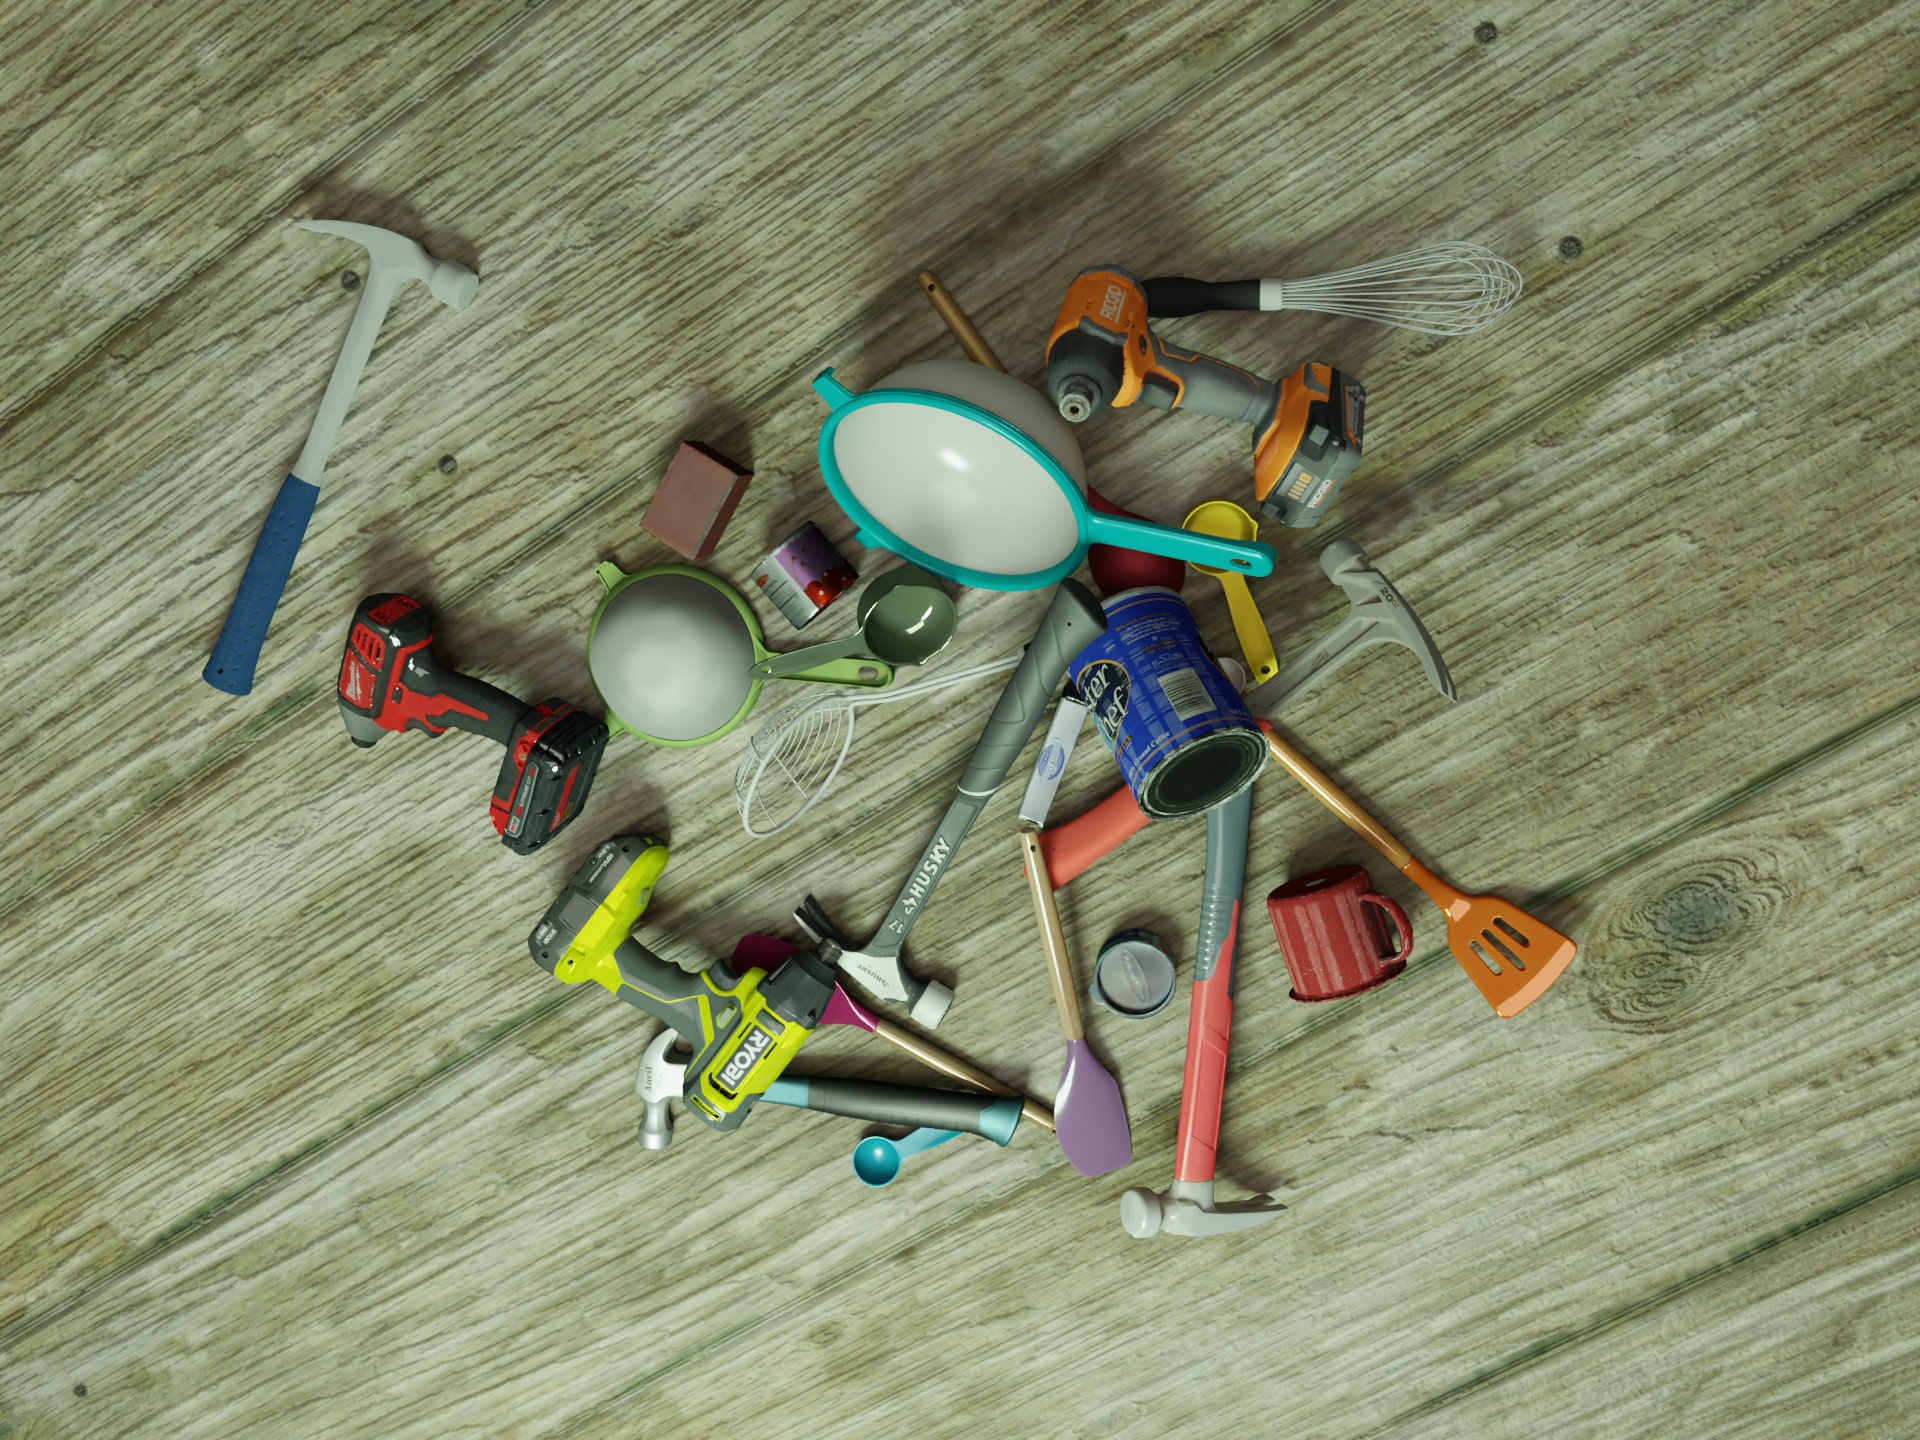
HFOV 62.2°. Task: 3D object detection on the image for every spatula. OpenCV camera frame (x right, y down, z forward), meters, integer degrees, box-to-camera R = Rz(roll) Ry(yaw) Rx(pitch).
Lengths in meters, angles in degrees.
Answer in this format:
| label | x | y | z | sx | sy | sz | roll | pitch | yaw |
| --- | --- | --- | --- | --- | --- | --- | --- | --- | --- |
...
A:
| label | x | y | z | sx | sy | sz | roll | pitch | yaw |
| --- | --- | --- | --- | --- | --- | --- | --- | --- | --- |
| spatula | 0.327 | 0.095 | 1.227 | 0.322 | 0.041 | 0.081 | 42 | 100 | 0 |
| spatula | 0.084 | 0.230 | 1.270 | 0.060 | 0.018 | 0.315 | -15 | 108 | -7 |

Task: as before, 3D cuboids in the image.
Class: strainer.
| label | x | y | z | sx | sy | sz | roll | pitch | yaw |
| --- | --- | --- | --- | --- | --- | --- | --- | --- | --- |
| strainer | -0.183 | -0.042 | 1.256 | 0.256 | 0.069 | 0.151 | 5 | 101 | 8 |
| strainer | 0.068 | -0.178 | 1.146 | 0.340 | 0.210 | 0.095 | 15 | 62 | 16 |

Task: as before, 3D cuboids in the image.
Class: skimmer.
| label | x | y | z | sx | sy | sz | roll | pitch | yaw |
| --- | --- | --- | --- | --- | --- | --- | --- | --- | --- |
| skimmer | -0.002 | -0.004 | 1.222 | 0.363 | 0.127 | 0.090 | -17 | 69 | 6 |

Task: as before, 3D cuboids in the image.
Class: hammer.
| label | x | y | z | sx | sy | sz | roll | pitch | yaw |
| --- | --- | --- | --- | --- | --- | --- | --- | --- | --- |
| hammer | 0.191 | 0.027 | 1.193 | 0.359 | 0.036 | 0.149 | -40 | 55 | 22 |
| hammer | -0.111 | 0.312 | 1.321 | 0.331 | 0.033 | 0.128 | 5 | 101 | 11 |
| hammer | -0.532 | -0.209 | 1.290 | 0.144 | 0.035 | 0.405 | 28 | 103 | 2 |
| hammer | 0.212 | 0.213 | 1.253 | 0.143 | 0.038 | 0.386 | 3 | 95 | -26 |
| hammer | 0.001 | 0.061 | 1.208 | 0.149 | 0.036 | 0.408 | 31 | 122 | 5 |

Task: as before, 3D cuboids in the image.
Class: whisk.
| label | x | y | z | sx | sy | sz | roll | pitch | yaw |
| --- | --- | --- | --- | --- | --- | --- | --- | --- | --- |
| whisk | 0.259 | -0.310 | 1.158 | 0.284 | 0.070 | 0.070 | 1 | 101 | 13 |

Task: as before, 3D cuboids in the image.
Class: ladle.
| label | x | y | z | sx | sy | sz | roll | pitch | yaw |
| --- | --- | --- | --- | --- | --- | --- | --- | --- | --- |
| ladle | 0.065 | -0.214 | 1.214 | 0.069 | 0.031 | 0.315 | -36 | 92 | 15 |

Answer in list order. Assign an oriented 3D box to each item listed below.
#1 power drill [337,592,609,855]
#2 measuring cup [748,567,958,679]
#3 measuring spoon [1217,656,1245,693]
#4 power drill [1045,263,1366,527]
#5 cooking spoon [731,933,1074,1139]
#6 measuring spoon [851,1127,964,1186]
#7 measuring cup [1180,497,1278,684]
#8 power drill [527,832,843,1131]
| label | x | y | z | sx | sy | sz | roll | pitch | yaw |
| --- | --- | --- | --- | --- | --- | --- | --- | --- | --- |
| power drill | -0.406 | 0.006 | 1.286 | 0.220 | 0.078 | 0.143 | 32 | 122 | 6 |
| measuring cup | -0.086 | -0.069 | 1.230 | 0.167 | 0.038 | 0.083 | -18 | 133 | -2 |
| measuring spoon | 0.161 | -0.038 | 1.241 | 0.124 | 0.018 | 0.034 | 6 | 105 | 14 |
| power drill | 0.166 | -0.225 | 1.121 | 0.226 | 0.164 | 0.084 | 24 | 133 | -5 |
| cooking spoon | -0.047 | 0.266 | 1.320 | 0.319 | 0.017 | 0.068 | 29 | 119 | 2 |
| measuring spoon | -0.031 | 0.351 | 1.338 | 0.128 | 0.021 | 0.042 | -26 | 83 | 3 |
| measuring cup | 0.212 | -0.098 | 1.220 | 0.062 | 0.029 | 0.156 | -20 | 109 | 11 |
| power drill | -0.218 | 0.196 | 1.282 | 0.223 | 0.080 | 0.171 | 37 | 90 | 6 |
